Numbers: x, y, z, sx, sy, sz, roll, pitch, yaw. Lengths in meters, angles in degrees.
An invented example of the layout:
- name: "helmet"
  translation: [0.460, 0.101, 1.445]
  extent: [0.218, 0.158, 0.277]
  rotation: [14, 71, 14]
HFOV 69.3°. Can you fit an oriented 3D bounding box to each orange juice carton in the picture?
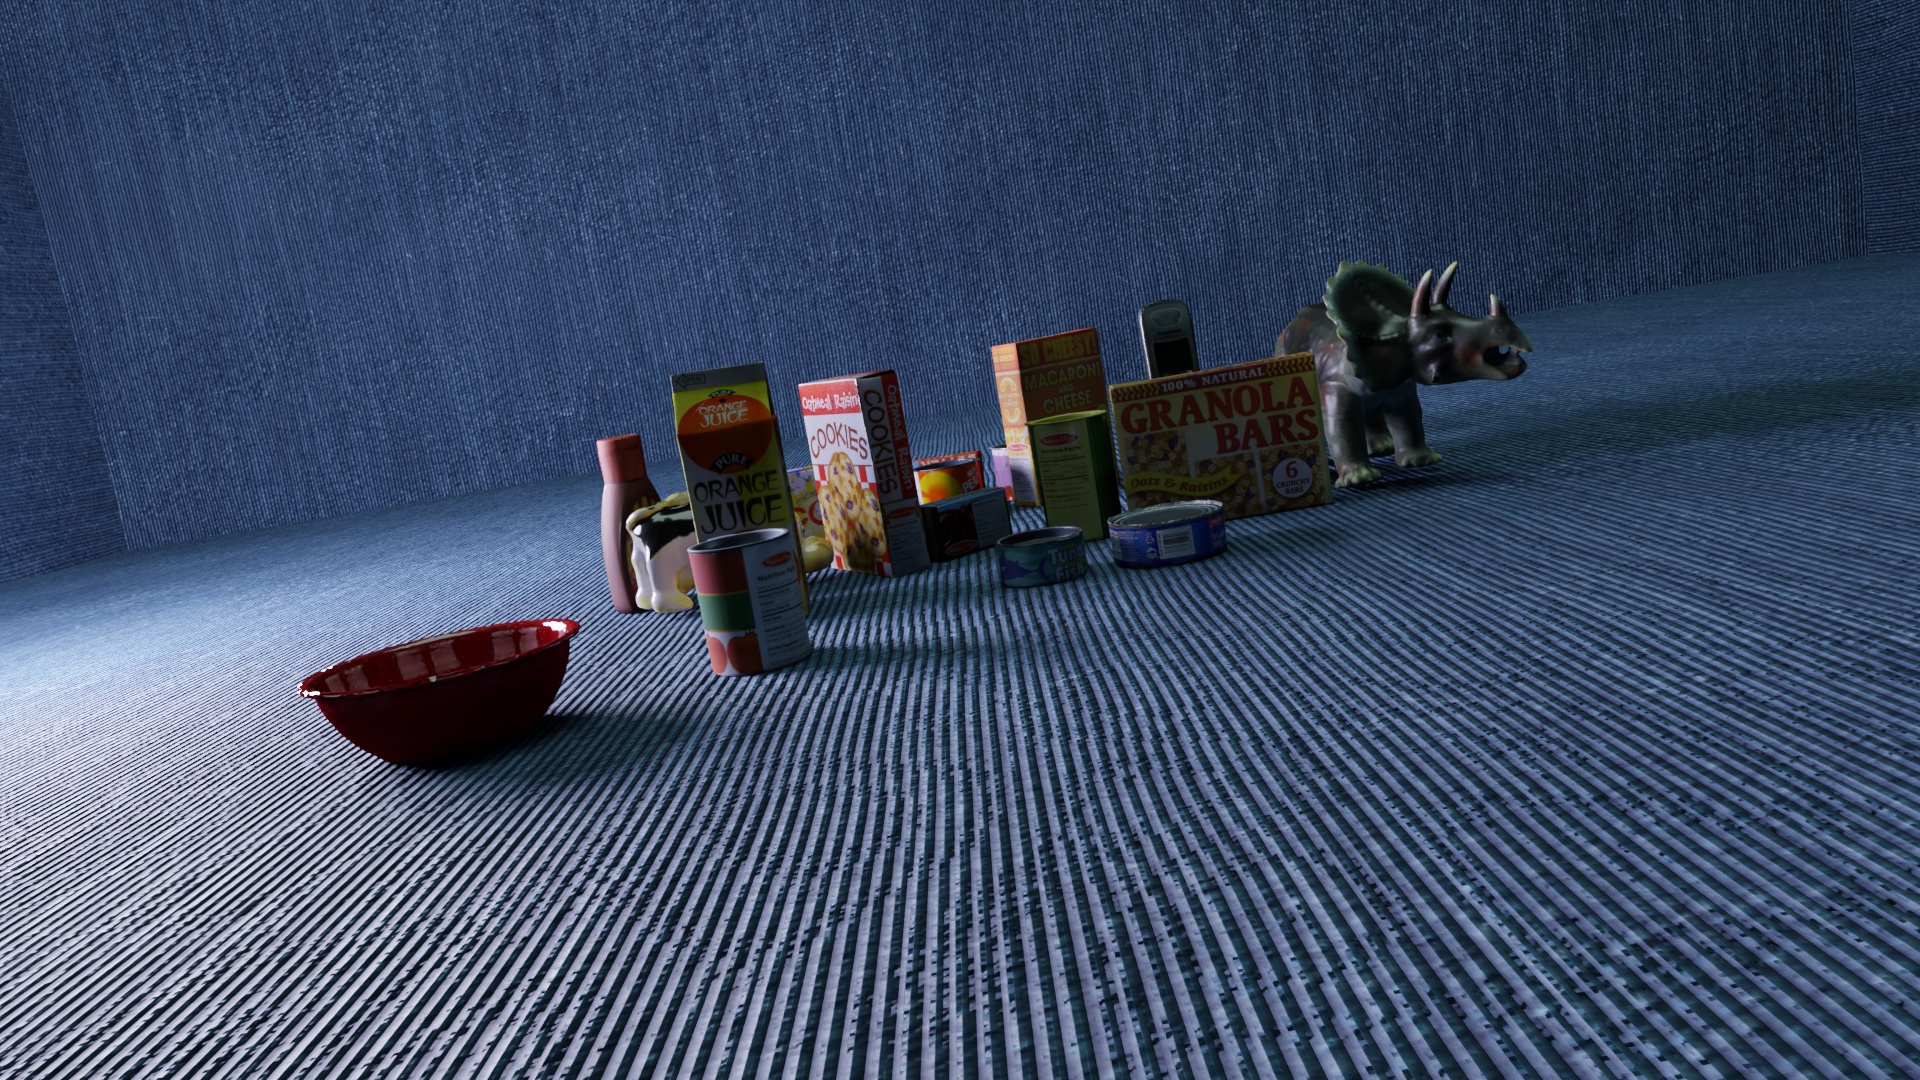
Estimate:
- name: "orange juice carton"
  translation: [-0.165, -0.035, 1.048]
  extent: [0.072, 0.192, 0.073]
  rotation: [-10, 8, -5]

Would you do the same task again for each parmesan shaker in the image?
- name: "parmesan shaker"
  translation: [0.096, -0.054, 1.172]
  extent: [0.071, 0.103, 0.071]
  rotation: [-10, 8, 2]

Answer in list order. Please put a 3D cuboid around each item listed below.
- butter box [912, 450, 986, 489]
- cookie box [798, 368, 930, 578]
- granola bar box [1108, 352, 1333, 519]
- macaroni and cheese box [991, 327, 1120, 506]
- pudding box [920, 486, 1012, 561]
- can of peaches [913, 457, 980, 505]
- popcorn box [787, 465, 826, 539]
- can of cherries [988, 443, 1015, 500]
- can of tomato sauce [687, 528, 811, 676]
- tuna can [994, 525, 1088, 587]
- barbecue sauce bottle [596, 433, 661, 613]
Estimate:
- name: "butter box"
  translation: [-0.024, -0.067, 1.549]
  extent: [0.103, 0.053, 0.024]
  rotation: [-8, 9, 13]
- name: "cookie box"
  translation: [-0.083, -0.058, 1.182]
  extent: [0.040, 0.167, 0.123]
  rotation: [-14, 10, -28]
- name: "granola bar box"
  translation: [0.213, -0.080, 1.142]
  extent: [0.165, 0.124, 0.039]
  rotation: [-9, 8, 4]
- name: "macaroni and cheese box"
  translation: [0.099, -0.129, 1.438]
  extent: [0.124, 0.166, 0.040]
  rotation: [-17, 11, -40]
- name: "pudding box"
  translation: [0.004, -0.015, 1.199]
  extent: [0.084, 0.049, 0.030]
  rotation: [-17, 11, -39]
- name: "can of peaches"
  translation: [-0.010, -0.050, 1.408]
  extent: [0.071, 0.058, 0.071]
  rotation: [-9, 9, 2]
- name: "popcorn box"
  translation: [-0.151, -0.026, 1.323]
  extent: [0.127, 0.085, 0.038]
  rotation: [-10, 8, -5]
- name: "can of cherries"
  translation: [0.068, -0.076, 1.490]
  extent: [0.071, 0.058, 0.071]
  rotation: [-9, 9, 2]
- name: "can of tomato sauce"
  translation: [-0.137, 0.039, 0.900]
  extent: [0.071, 0.083, 0.071]
  rotation: [-10, 9, 2]
- name: "tuna can"
  translation: [0.062, 0.012, 1.023]
  extent: [0.071, 0.032, 0.071]
  rotation: [-9, 9, 2]
- name: "barbecue sauce bottle"
  translation: [-0.279, -0.016, 1.189]
  extent: [0.043, 0.148, 0.065]
  rotation: [-2, 11, 43]
